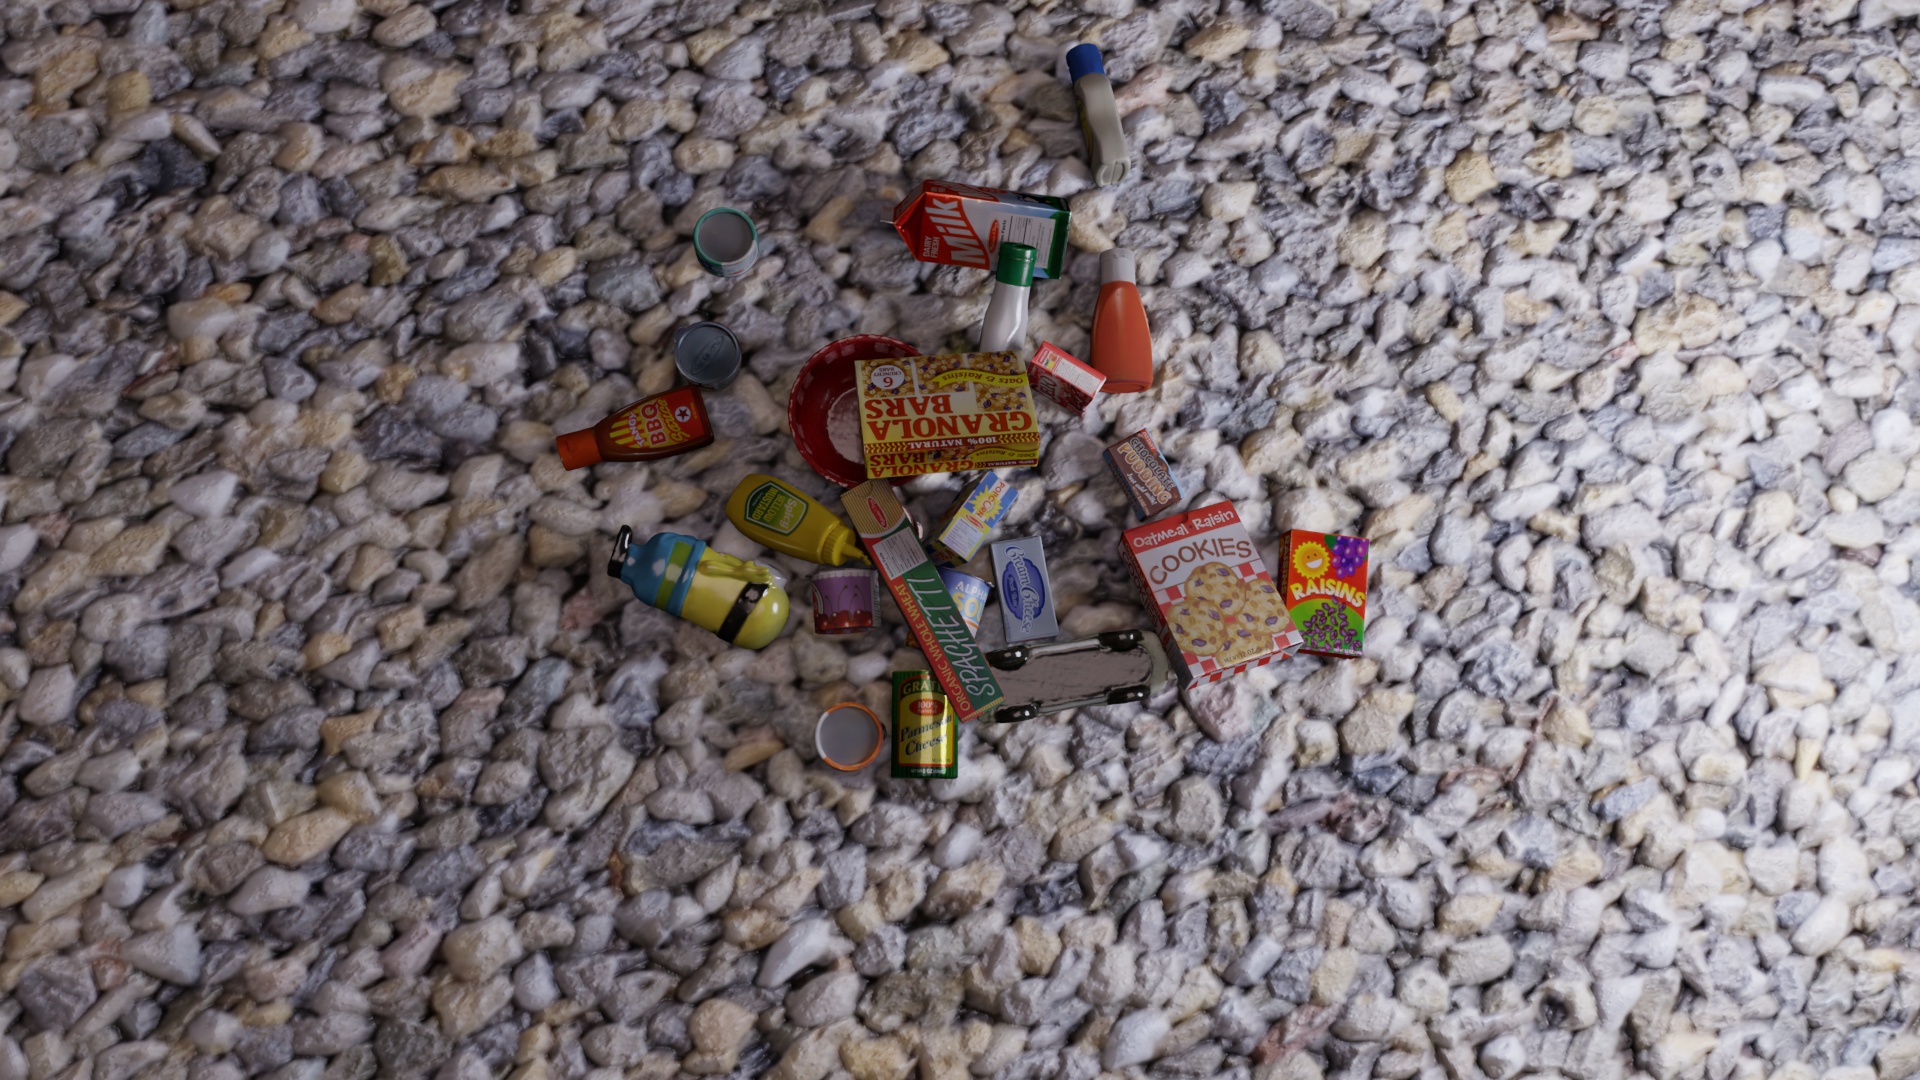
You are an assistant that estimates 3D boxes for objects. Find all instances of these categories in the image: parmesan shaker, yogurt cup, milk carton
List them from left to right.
[{"bbox_3d":[-0.074,-0.010,1.383,0.072,0.054,0.072,1,80,-4],"label":"yogurt cup"},{"bbox_3d":[-0.031,0.179,1.346,0.071,0.071,0.103,1,80,-5],"label":"parmesan shaker"},{"bbox_3d":[0.013,-0.323,1.428,0.191,0.072,0.073,7,114,-5],"label":"milk carton"}]

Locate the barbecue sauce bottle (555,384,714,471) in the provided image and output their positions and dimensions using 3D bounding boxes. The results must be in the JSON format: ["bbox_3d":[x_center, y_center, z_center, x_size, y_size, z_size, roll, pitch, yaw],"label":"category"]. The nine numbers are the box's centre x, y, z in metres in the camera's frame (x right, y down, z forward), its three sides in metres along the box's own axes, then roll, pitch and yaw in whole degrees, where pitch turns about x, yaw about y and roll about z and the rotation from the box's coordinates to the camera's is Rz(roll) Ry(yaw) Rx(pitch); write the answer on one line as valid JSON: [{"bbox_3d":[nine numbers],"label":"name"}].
[{"bbox_3d":[-0.325,-0.106,1.384,0.149,0.043,0.065,-17,84,-8],"label":"barbecue sauce bottle"}]

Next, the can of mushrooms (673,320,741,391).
[{"bbox_3d":[-0.258,-0.188,1.411,0.071,0.033,0.071,1,80,-5],"label":"can of mushrooms"}]

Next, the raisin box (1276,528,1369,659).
[{"bbox_3d":[0.369,0.055,1.419,0.086,0.040,0.123,7,80,-3],"label":"raisin box"}]

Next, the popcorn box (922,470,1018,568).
[{"bbox_3d":[0.005,-0.017,1.354,0.038,0.126,0.085,38,78,-6],"label":"popcorn box"}]

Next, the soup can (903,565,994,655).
[{"bbox_3d":[-0.011,0.074,1.365,0.071,0.071,0.084,17,79,-2],"label":"soup can"}]

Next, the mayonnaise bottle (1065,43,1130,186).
[{"bbox_3d":[0.146,-0.457,1.485,0.041,0.064,0.148,-12,77,-3],"label":"mayonnaise bottle"}]

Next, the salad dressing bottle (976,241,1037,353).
[{"bbox_3d":[0.046,-0.226,1.405,0.044,0.064,0.147,17,111,17],"label":"salad dressing bottle"}]

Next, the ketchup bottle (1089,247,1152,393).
[{"bbox_3d":[0.166,-0.230,1.451,0.065,0.043,0.149,0,79,-6],"label":"ketchup bottle"}]

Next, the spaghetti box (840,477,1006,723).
[{"bbox_3d":[-0.036,0.055,1.322,0.050,0.028,0.250,-28,78,-4],"label":"spaghetti box"}]

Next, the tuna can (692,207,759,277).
[{"bbox_3d":[-0.244,-0.310,1.435,0.071,0.032,0.071,1,80,-5],"label":"tuna can"}]

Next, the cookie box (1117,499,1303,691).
[{"bbox_3d":[0.246,0.051,1.381,0.123,0.040,0.168,-16,66,-15],"label":"cookie box"}]

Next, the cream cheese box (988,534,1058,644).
[{"bbox_3d":[0.063,0.050,1.399,0.053,0.024,0.104,-9,80,-7],"label":"cream cheese box"}]

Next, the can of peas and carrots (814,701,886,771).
[{"bbox_3d":[-0.106,0.189,1.341,0.071,0.058,0.071,1,80,-5],"label":"can of peas and carrots"}]

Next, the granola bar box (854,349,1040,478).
[{"bbox_3d":[-0.015,-0.122,1.336,0.166,0.038,0.125,-5,52,-6],"label":"granola bar box"}]

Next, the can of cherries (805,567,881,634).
[{"bbox_3d":[-0.115,0.060,1.361,0.071,0.071,0.058,-4,82,-6],"label":"can of cherries"}]

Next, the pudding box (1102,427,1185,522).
[{"bbox_3d":[0.189,-0.068,1.430,0.050,0.030,0.084,-27,83,-10],"label":"pudding box"}]

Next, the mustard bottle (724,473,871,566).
[{"bbox_3d":[-0.152,-0.012,1.354,0.160,0.048,0.065,24,73,23],"label":"mustard bottle"}]
